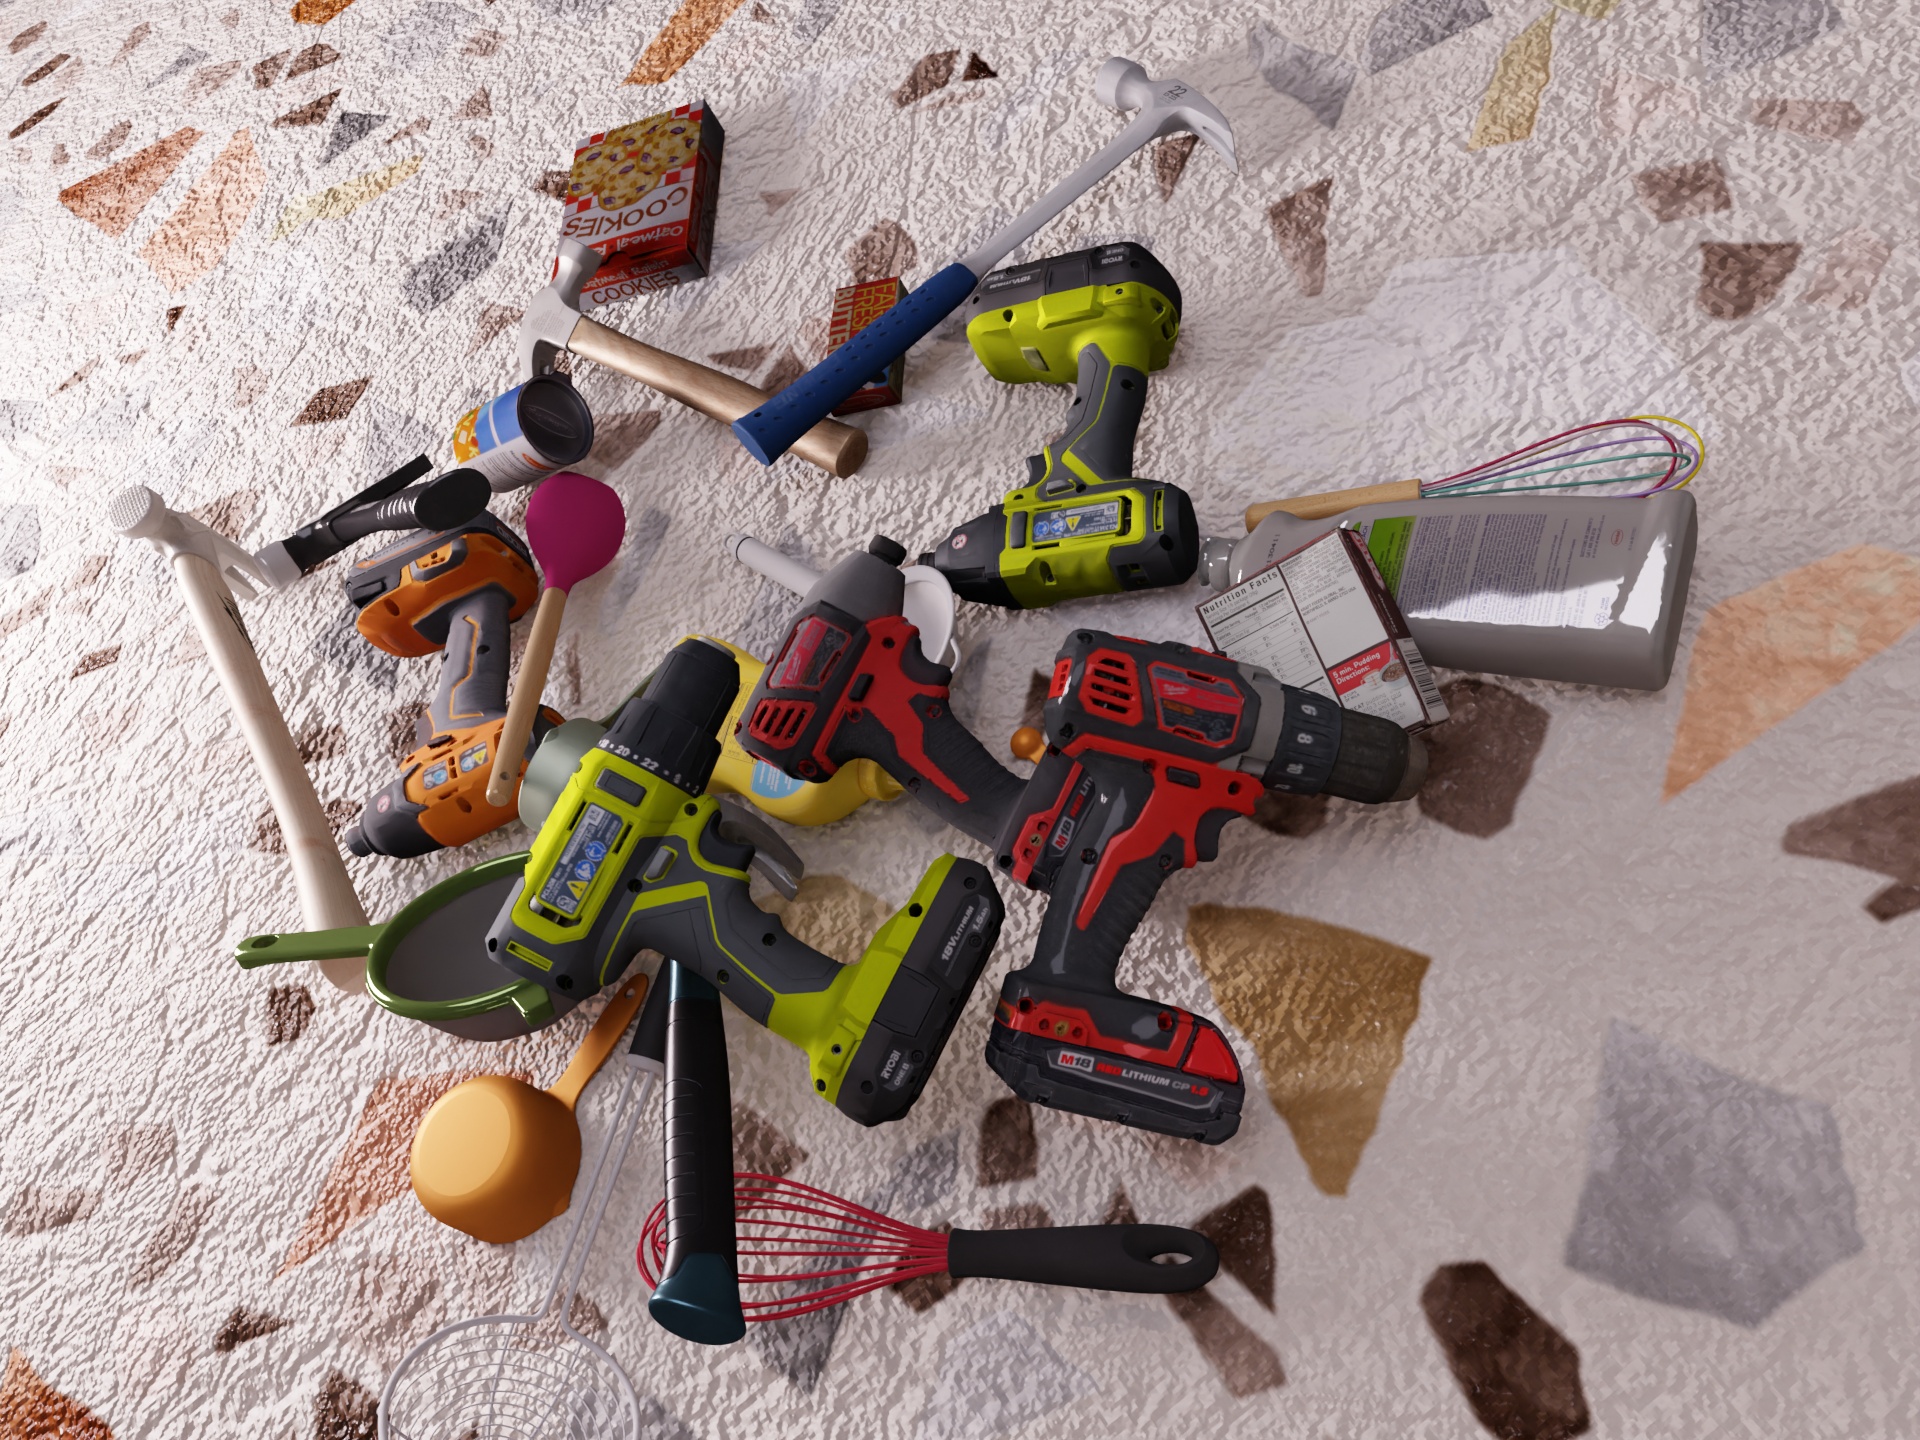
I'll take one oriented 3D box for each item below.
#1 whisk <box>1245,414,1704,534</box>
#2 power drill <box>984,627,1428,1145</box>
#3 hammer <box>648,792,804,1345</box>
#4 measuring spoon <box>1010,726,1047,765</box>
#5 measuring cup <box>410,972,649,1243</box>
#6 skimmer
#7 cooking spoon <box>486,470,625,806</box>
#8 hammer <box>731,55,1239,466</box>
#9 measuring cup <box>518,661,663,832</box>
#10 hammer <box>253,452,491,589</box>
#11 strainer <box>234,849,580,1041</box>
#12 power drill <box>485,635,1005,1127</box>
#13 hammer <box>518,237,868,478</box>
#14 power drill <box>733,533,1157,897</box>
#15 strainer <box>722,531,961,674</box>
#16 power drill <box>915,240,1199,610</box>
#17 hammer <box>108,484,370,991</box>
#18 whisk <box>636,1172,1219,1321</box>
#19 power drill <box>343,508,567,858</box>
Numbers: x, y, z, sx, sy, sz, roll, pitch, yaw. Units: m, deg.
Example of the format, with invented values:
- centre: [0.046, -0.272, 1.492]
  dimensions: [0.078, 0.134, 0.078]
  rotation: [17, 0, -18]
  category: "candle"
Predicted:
- centre: [0.280, -0.130, 0.885]
  dimensions: [0.245, 0.051, 0.047]
  rotation: [-6, 94, 26]
  category: "whisk"
- centre: [0.116, 0.080, 0.762]
  dimensions: [0.188, 0.080, 0.227]
  rotation: [14, 84, -5]
  category: "power drill"
- centre: [-0.140, 0.162, 0.829]
  dimensions: [0.128, 0.033, 0.331]
  rotation: [6, 42, -17]
  category: "hammer"
- centre: [0.069, 0.037, 0.895]
  dimensions: [0.021, 0.011, 0.117]
  rotation: [-46, 55, -7]
  category: "measuring spoon"
- centre: [-0.242, 0.210, 0.904]
  dimensions: [0.095, 0.052, 0.174]
  rotation: [26, 76, 33]
  category: "measuring cup"
- centre: [-0.187, 0.235, 0.844]
  dimensions: [0.127, 0.090, 0.363]
  rotation: [19, 64, -4]
  category: "skimmer"
- centre: [-0.269, -0.065, 1.039]
  dimensions: [0.319, 0.068, 0.017]
  rotation: [-90, 25, -45]
  category: "cooking spoon"
- centre: [0.015, -0.309, 1.082]
  dimensions: [0.405, 0.035, 0.144]
  rotation: [-41, 54, -11]
  category: "hammer"
- centre: [-0.208, 0.011, 1.001]
  dimensions: [0.038, 0.083, 0.168]
  rotation: [26, 54, 19]
  category: "measuring cup"
- centre: [-0.380, -0.143, 1.078]
  dimensions: [0.146, 0.035, 0.335]
  rotation: [-39, 22, -25]
  category: "hammer"
- centre: [-0.311, 0.148, 0.941]
  dimensions: [0.256, 0.069, 0.152]
  rotation: [-6, 29, 17]
  category: "strainer"
- centre: [-0.096, 0.079, 0.793]
  dimensions: [0.228, 0.080, 0.190]
  rotation: [26, 79, 8]
  category: "power drill"
- centre: [-0.201, -0.243, 1.150]
  dimensions: [0.331, 0.031, 0.130]
  rotation: [28, 93, 29]
  category: "hammer"
- centre: [-0.001, -0.003, 0.861]
  dimensions: [0.220, 0.078, 0.143]
  rotation: [26, 86, 15]
  category: "power drill"
- centre: [-0.073, -0.076, 1.007]
  dimensions: [0.259, 0.050, 0.087]
  rotation: [30, 97, 39]
  category: "strainer"
- centre: [0.060, -0.176, 0.987]
  dimensions: [0.171, 0.080, 0.223]
  rotation: [-6, 62, 22]
  category: "power drill"
- centre: [-0.473, 0.014, 1.101]
  dimensions: [0.038, 0.146, 0.411]
  rotation: [-35, 64, 2]
  category: "hammer"
- centre: [-0.022, 0.261, 0.779]
  dimensions: [0.296, 0.073, 0.073]
  rotation: [-4, 60, 15]
  category: "whisk"
- centre: [-0.349, -0.018, 1.069]
  dimensions: [0.164, 0.084, 0.227]
  rotation: [-25, 59, 9]
  category: "power drill"
